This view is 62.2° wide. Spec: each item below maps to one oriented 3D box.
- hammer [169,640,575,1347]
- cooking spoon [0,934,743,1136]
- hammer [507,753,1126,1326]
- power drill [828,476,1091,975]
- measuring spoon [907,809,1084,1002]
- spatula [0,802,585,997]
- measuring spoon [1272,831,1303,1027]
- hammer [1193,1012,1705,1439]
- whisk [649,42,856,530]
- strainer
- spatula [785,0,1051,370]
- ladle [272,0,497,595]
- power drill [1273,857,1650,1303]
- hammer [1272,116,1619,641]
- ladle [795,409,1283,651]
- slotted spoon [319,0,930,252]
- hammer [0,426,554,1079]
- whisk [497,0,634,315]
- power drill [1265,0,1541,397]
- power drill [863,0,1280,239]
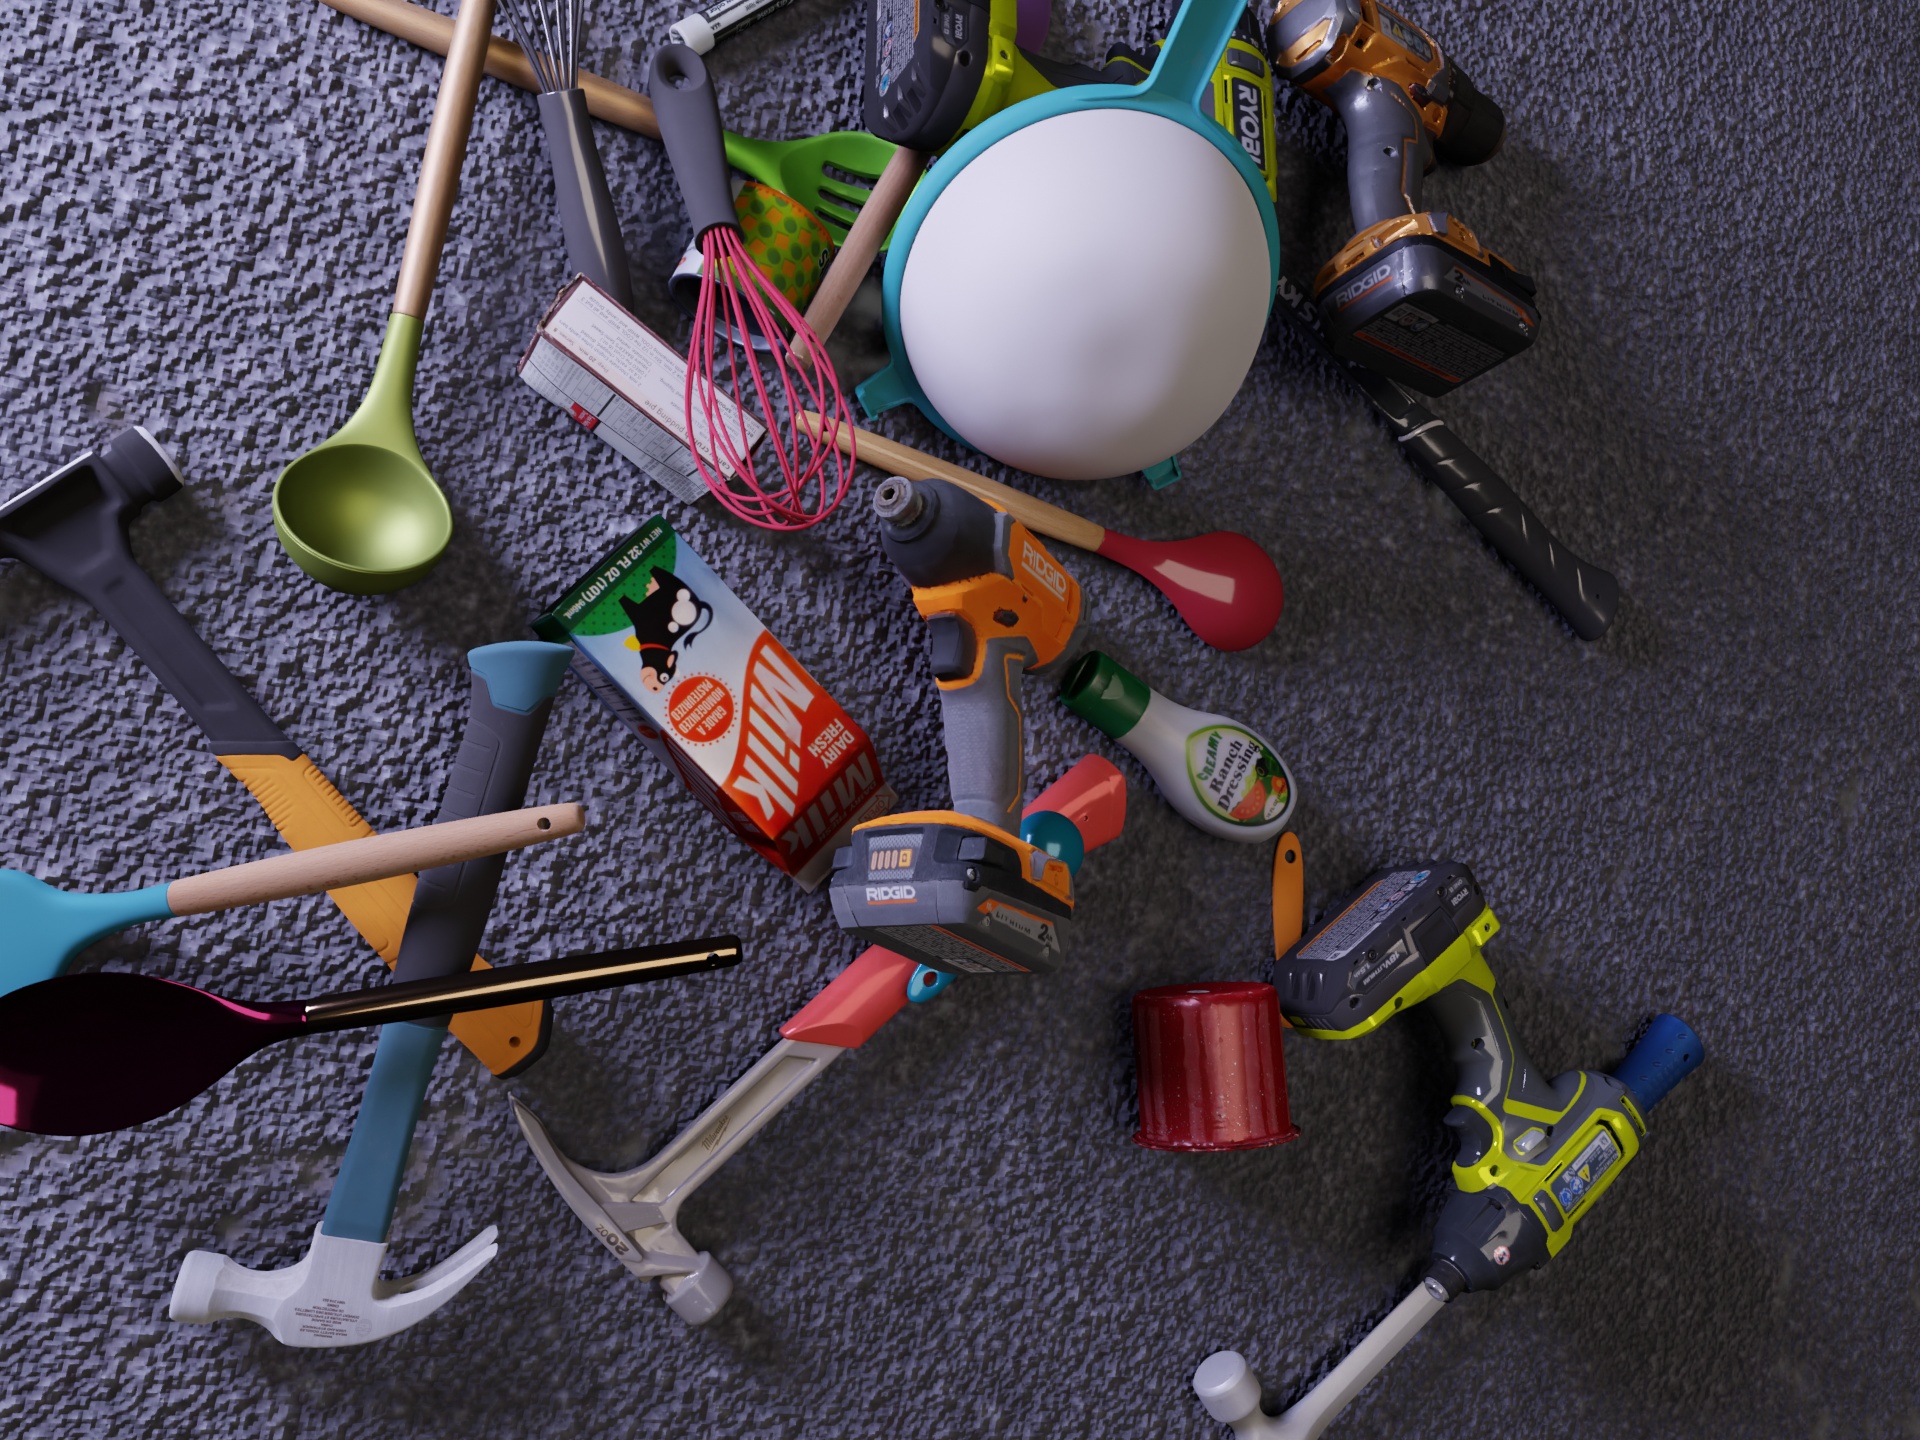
[{"bbox_3d":[-0.241,0.120,0.712,0.128,0.033,0.331,17,91,-17],"label":"hammer"},{"bbox_3d":[-0.253,0.123,0.683,0.319,0.017,0.068,-7,98,-14],"label":"cooking spoon"},{"bbox_3d":[-0.052,0.134,0.828,0.359,0.037,0.149,-41,104,-18],"label":"hammer"},{"bbox_3d":[-0.001,-0.002,0.775,0.164,0.084,0.227,35,55,-53],"label":"power drill"},{"bbox_3d":[0.020,0.099,0.826,0.128,0.021,0.042,-46,105,-16],"label":"measuring spoon"},{"bbox_3d":[-0.314,0.075,0.676,0.317,0.044,0.082,-12,92,5],"label":"spatula"},{"bbox_3d":[0.197,0.125,0.946,0.021,0.011,0.117,1,88,-23],"label":"measuring spoon"},{"bbox_3d":[0.324,0.326,0.981,0.405,0.035,0.144,-36,102,-20],"label":"hammer"},{"bbox_3d":[-0.106,-0.206,0.728,0.073,0.073,0.296,-4,61,-23],"label":"whisk"},{"bbox_3d":[0.093,-0.243,0.758,0.211,0.095,0.340,10,129,-21],"label":"strainer"},{"bbox_3d":[-0.019,-0.302,0.834,0.059,0.018,0.316,34,63,-19],"label":"spatula"},{"bbox_3d":[-0.248,-0.214,0.734,0.078,0.062,0.320,13,86,-23],"label":"ladle"},{"bbox_3d":[0.287,0.209,0.924,0.171,0.080,0.223,-36,96,-23],"label":"power drill"},{"bbox_3d":[0.267,-0.187,0.973,0.408,0.036,0.149,40,75,-17],"label":"hammer"},{"bbox_3d":[0.054,-0.111,0.886,0.315,0.031,0.069,19,83,-20],"label":"ladle"},{"bbox_3d":[-0.159,-0.307,0.801,0.313,0.031,0.070,15,75,-20],"label":"slotted spoon"},{"bbox_3d":[-0.310,0.038,0.722,0.127,0.034,0.336,-42,104,-19],"label":"hammer"},{"bbox_3d":[-0.187,-0.297,0.755,0.055,0.055,0.238,-18,112,-22],"label":"whisk"},{"bbox_3d":[0.269,-0.306,0.925,0.185,0.084,0.226,11,64,-37],"label":"power drill"},{"bbox_3d":[0.069,-0.351,0.840,0.228,0.080,0.191,9,71,-27],"label":"power drill"}]
